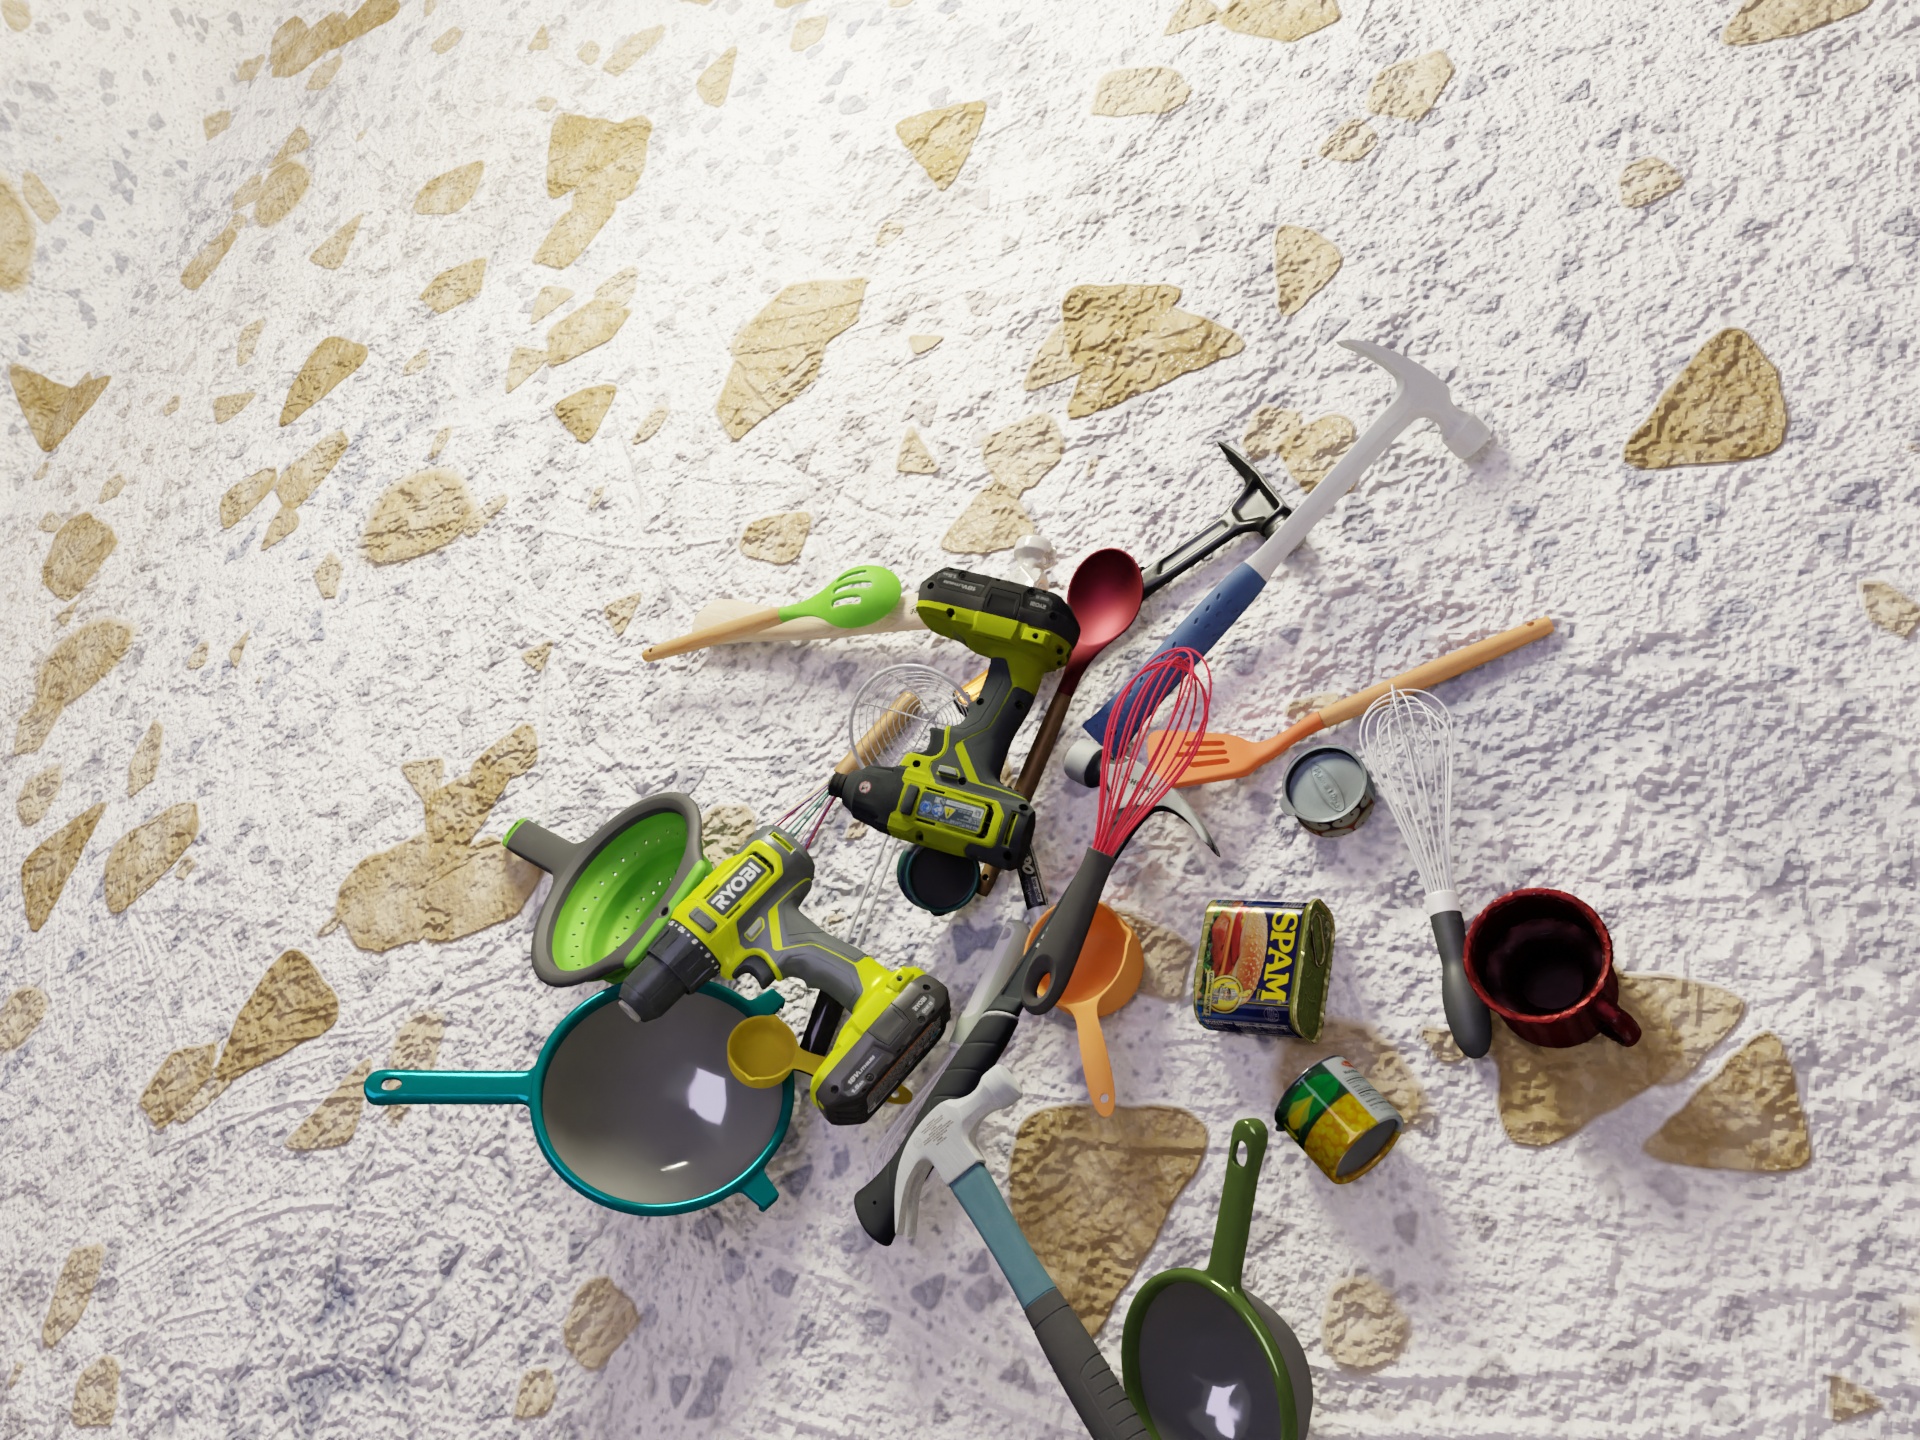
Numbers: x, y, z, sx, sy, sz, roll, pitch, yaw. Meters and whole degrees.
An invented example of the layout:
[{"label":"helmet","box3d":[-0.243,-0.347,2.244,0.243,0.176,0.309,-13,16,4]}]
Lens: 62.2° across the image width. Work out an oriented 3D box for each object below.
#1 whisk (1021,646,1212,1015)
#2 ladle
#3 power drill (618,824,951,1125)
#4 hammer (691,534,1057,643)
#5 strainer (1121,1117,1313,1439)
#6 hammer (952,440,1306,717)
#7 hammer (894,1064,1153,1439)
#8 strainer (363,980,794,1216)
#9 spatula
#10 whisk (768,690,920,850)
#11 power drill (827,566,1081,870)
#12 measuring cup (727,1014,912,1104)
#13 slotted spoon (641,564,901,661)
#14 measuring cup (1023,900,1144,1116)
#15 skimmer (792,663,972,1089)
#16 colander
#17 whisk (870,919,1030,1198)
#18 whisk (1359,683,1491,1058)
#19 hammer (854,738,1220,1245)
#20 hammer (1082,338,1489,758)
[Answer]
[{"label":"whisk","box3d":[0.112,0.081,1.179,0.073,0.073,0.296,20,83,37]},{"label":"ladle","box3d":[0.079,0.002,1.350,0.069,0.031,0.315,20,85,27]},{"label":"power drill","box3d":[-0.141,0.214,1.271,0.229,0.080,0.190,36,66,19]},{"label":"hammer","box3d":[-0.101,-0.089,1.505,0.411,0.038,0.146,-2,61,36]},{"label":"strainer","box3d":[0.185,0.377,1.027,0.152,0.069,0.256,17,102,52]},{"label":"hammer","box3d":[0.133,-0.109,1.402,0.337,0.034,0.127,-35,52,9]},{"label":"hammer","box3d":[0.063,0.403,1.075,0.128,0.033,0.331,-39,59,5]},{"label":"strainer","box3d":[-0.308,0.321,1.309,0.340,0.095,0.211,2,50,-7]},{"label":"spatula","box3d":[0.302,-0.017,1.244,0.322,0.041,0.081,-24,30,15]},{"label":"whisk","box3d":[-0.120,0.071,1.449,0.047,0.051,0.245,39,82,18]},{"label":"power drill","box3d":[-0.002,-0.004,1.308,0.171,0.080,0.223,15,77,13]},{"label":"measuring cup","box3d":[-0.115,0.287,1.293,0.156,0.029,0.062,19,50,1]},{"label":"slotted spoon","box3d":[-0.192,-0.094,1.534,0.314,0.031,0.070,-13,54,32]},{"label":"measuring cup","box3d":[0.105,0.223,1.217,0.095,0.052,0.174,-22,57,19]},{"label":"skimmer","box3d":[-0.081,0.131,1.352,0.127,0.090,0.363,15,72,16]},{"label":"colander","box3d":[-0.328,0.161,1.495,0.397,0.094,0.204,13,63,54]},{"label":"whisk","box3d":[-0.003,0.268,1.260,0.058,0.059,0.246,-8,51,59]},{"label":"whisk","box3d":[0.340,0.102,1.145,0.070,0.070,0.285,-17,61,22]},{"label":"hammer","box3d":[0.045,0.212,1.204,0.149,0.036,0.409,27,80,37]},{"label":"hammer","box3d":[0.247,-0.135,1.314,0.405,0.144,0.035,-48,9,5]}]
